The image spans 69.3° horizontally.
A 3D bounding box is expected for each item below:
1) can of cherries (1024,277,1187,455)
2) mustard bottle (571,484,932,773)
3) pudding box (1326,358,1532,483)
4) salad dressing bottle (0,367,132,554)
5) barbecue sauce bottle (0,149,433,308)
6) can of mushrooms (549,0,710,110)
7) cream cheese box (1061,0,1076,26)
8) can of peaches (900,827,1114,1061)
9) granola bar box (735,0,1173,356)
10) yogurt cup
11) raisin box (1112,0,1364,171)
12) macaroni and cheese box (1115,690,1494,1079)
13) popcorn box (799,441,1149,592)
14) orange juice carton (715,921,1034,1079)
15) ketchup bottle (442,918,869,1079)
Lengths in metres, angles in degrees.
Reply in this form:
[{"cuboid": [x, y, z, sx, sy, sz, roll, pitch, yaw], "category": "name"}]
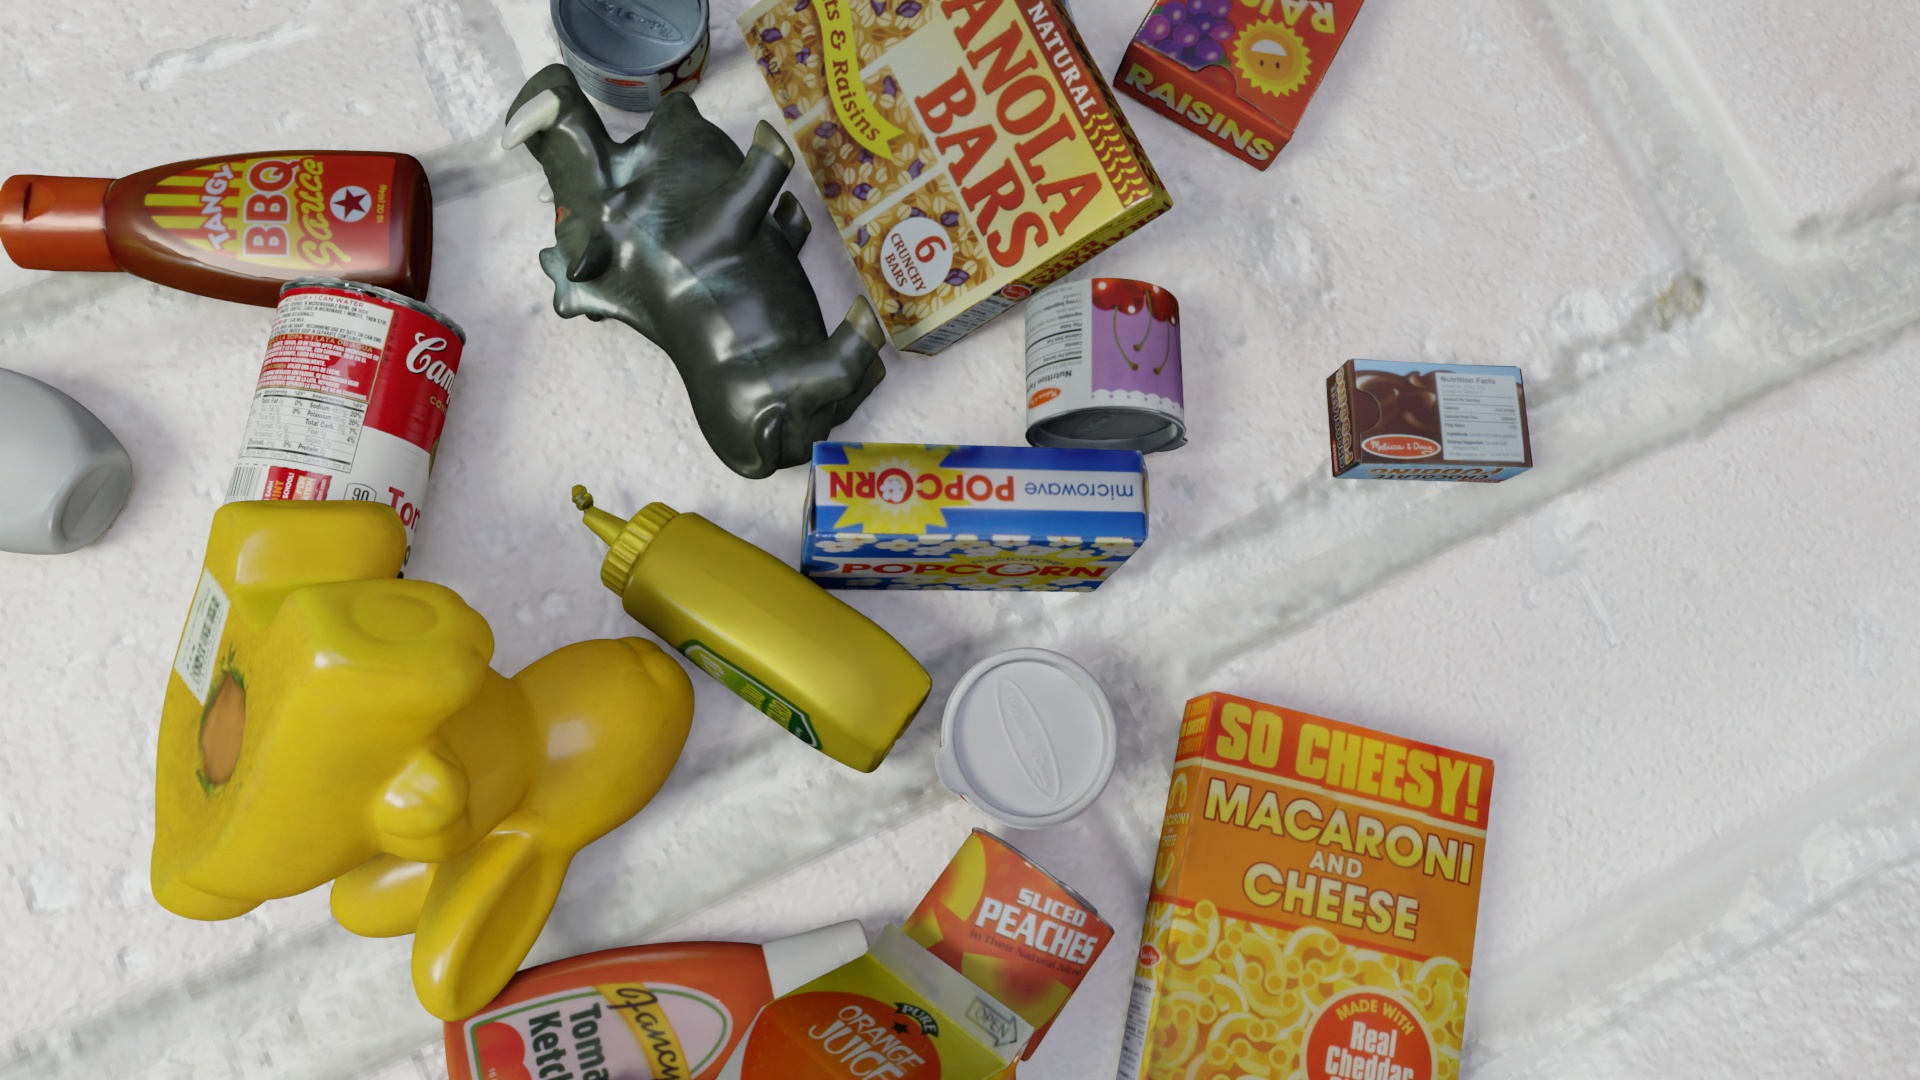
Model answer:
[{"cuboid": [0.062, -0.070, 0.582, 0.071, 0.071, 0.058, 2, 75, -9], "category": "can of cherries"}, {"cuboid": [-0.087, 0.028, 0.535, 0.160, 0.065, 0.049, 33, 68, 6], "category": "mustard bottle"}, {"cuboid": [0.208, -0.053, 0.620, 0.084, 0.030, 0.050, 1, 77, -9], "category": "pudding box"}, {"cuboid": [-0.387, -0.046, 0.512, 0.148, 0.044, 0.064, 26, 75, -1], "category": "salad dressing bottle"}, {"cuboid": [-0.289, -0.123, 0.547, 0.149, 0.043, 0.065, 0, 73, -9], "category": "barbecue sauce bottle"}, {"cuboid": [-0.141, -0.225, 0.603, 0.071, 0.033, 0.071, 2, 76, -8], "category": "can of mushrooms"}, {"cuboid": [0.031, -0.230, 0.622, 0.024, 0.053, 0.104, -13, 79, -10], "category": "cream cheese box"}, {"cuboid": [0.015, 0.150, 0.515, 0.071, 0.071, 0.058, 38, 75, 1], "category": "can of peaches"}, {"cuboid": [-0.005, -0.179, 0.580, 0.124, 0.039, 0.165, -29, 81, 20], "category": "granola bar box"}, {"cuboid": [0.023, 0.079, 0.543, 0.072, 0.053, 0.072, 2, 76, -9], "category": "yogurt cup"}, {"cuboid": [0.138, -0.248, 0.652, 0.086, 0.040, 0.124, 30, 74, -2], "category": "raisin box"}, {"cuboid": [0.136, 0.156, 0.550, 0.124, 0.040, 0.167, 15, 75, -5], "category": "macaroni and cheese box"}, {"cuboid": [0.002, -0.007, 0.545, 0.127, 0.085, 0.038, 1, 75, -9], "category": "popcorn box"}, {"cuboid": [-0.053, 0.224, 0.450, 0.072, 0.073, 0.193, 25, 77, 40], "category": "orange juice carton"}, {"cuboid": [-0.104, 0.174, 0.503, 0.149, 0.043, 0.064, -13, 88, -13], "category": "ketchup bottle"}]
